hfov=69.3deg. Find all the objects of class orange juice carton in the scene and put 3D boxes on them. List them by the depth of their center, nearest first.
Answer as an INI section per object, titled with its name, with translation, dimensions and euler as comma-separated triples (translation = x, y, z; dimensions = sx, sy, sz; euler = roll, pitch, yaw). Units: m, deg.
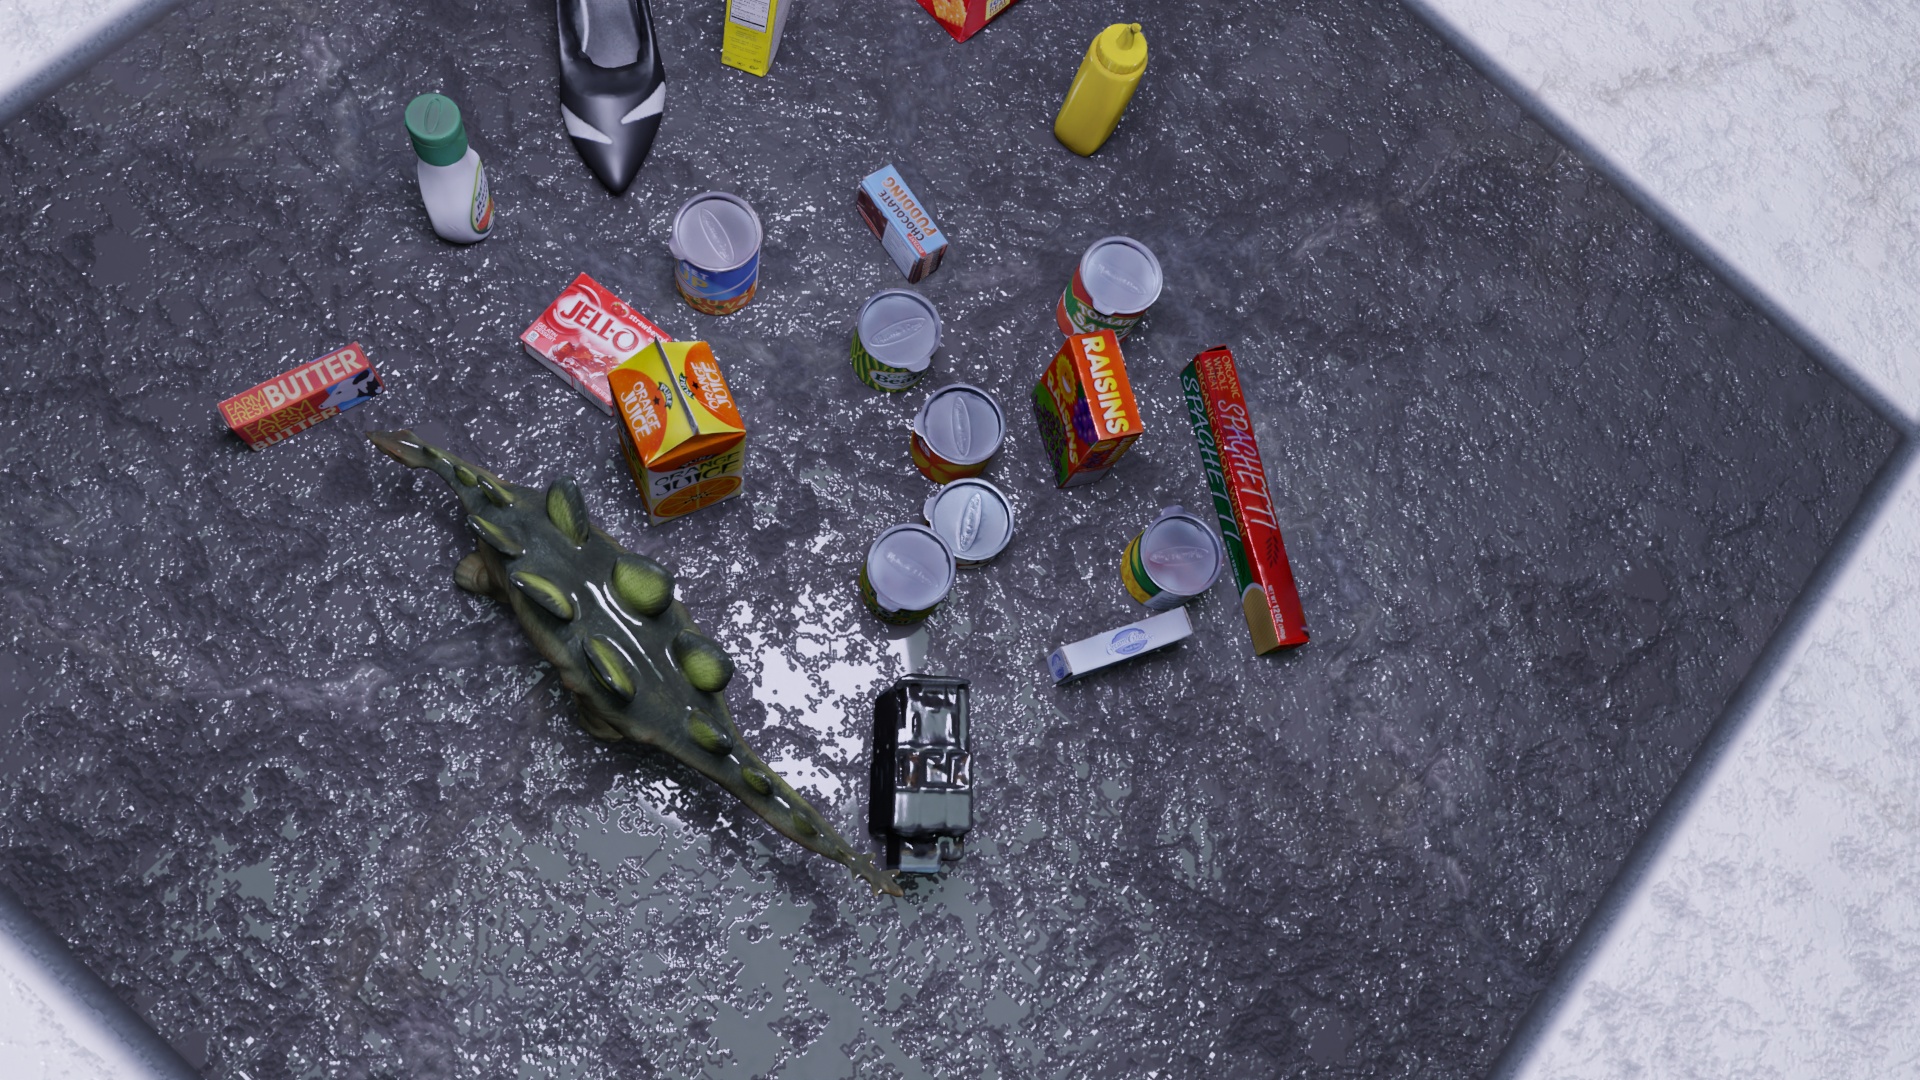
[orange juice carton]
translation = -0.197, -0.078, 0.972
dimensions = 0.073, 0.192, 0.072
euler = -21, 80, -15

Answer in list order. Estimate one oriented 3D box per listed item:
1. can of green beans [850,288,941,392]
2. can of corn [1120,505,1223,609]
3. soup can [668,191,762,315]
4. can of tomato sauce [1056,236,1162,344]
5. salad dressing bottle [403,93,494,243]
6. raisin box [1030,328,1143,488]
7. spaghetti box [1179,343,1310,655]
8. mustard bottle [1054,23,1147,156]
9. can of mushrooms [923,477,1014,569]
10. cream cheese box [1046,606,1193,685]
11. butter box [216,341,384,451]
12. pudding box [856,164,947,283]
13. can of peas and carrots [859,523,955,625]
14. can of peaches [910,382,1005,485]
[can of green beans]
translation = -0.052, -0.156, 1.093
dimensions = 0.071, 0.057, 0.071
euler = 3, 74, -10
[can of corn]
translation = 0.163, 0.014, 1.085
dimensions = 0.071, 0.058, 0.071
euler = 3, 74, -10
[soup can]
translation = -0.190, -0.219, 1.071
dimensions = 0.071, 0.083, 0.071
euler = 3, 74, -10
[can of tomato sauce]
translation = 0.118, -0.195, 1.122
dimensions = 0.071, 0.083, 0.071
euler = 3, 74, -10
[salad dressing bottle]
translation = -0.374, -0.271, 1.017
dimensions = 0.044, 0.147, 0.064
euler = 7, 74, -9
[raisin box]
translation = 0.096, -0.099, 1.070
dimensions = 0.040, 0.123, 0.086
euler = -11, 77, -13
[spaghetti box]
translation = 0.226, -0.033, 1.114
dimensions = 0.029, 0.050, 0.250
euler = -10, 76, -13
[mustard bottle]
translation = 0.120, -0.377, 1.134
dimensions = 0.049, 0.159, 0.065
euler = 32, 72, -1
[can of mushrooms]
translation = 0.004, -0.013, 1.075
dimensions = 0.071, 0.033, 0.071
euler = 3, 74, -10
[cream cheese box]
translation = 0.121, 0.081, 1.060
dimensions = 0.104, 0.053, 0.024
euler = -17, 79, -15
[butter box]
translation = -0.473, -0.103, 1.001
dimensions = 0.104, 0.053, 0.024
euler = -30, 82, -17
[pudding box]
translation = -0.049, -0.256, 1.126
dimensions = 0.030, 0.049, 0.084
euler = -33, 83, -17
[can of peas and carrots]
translation = -0.042, 0.028, 1.042
dimensions = 0.071, 0.058, 0.071
euler = 3, 74, -10
[can of peaches]
translation = -0.006, -0.082, 1.080
dimensions = 0.071, 0.058, 0.071
euler = 3, 74, -10
